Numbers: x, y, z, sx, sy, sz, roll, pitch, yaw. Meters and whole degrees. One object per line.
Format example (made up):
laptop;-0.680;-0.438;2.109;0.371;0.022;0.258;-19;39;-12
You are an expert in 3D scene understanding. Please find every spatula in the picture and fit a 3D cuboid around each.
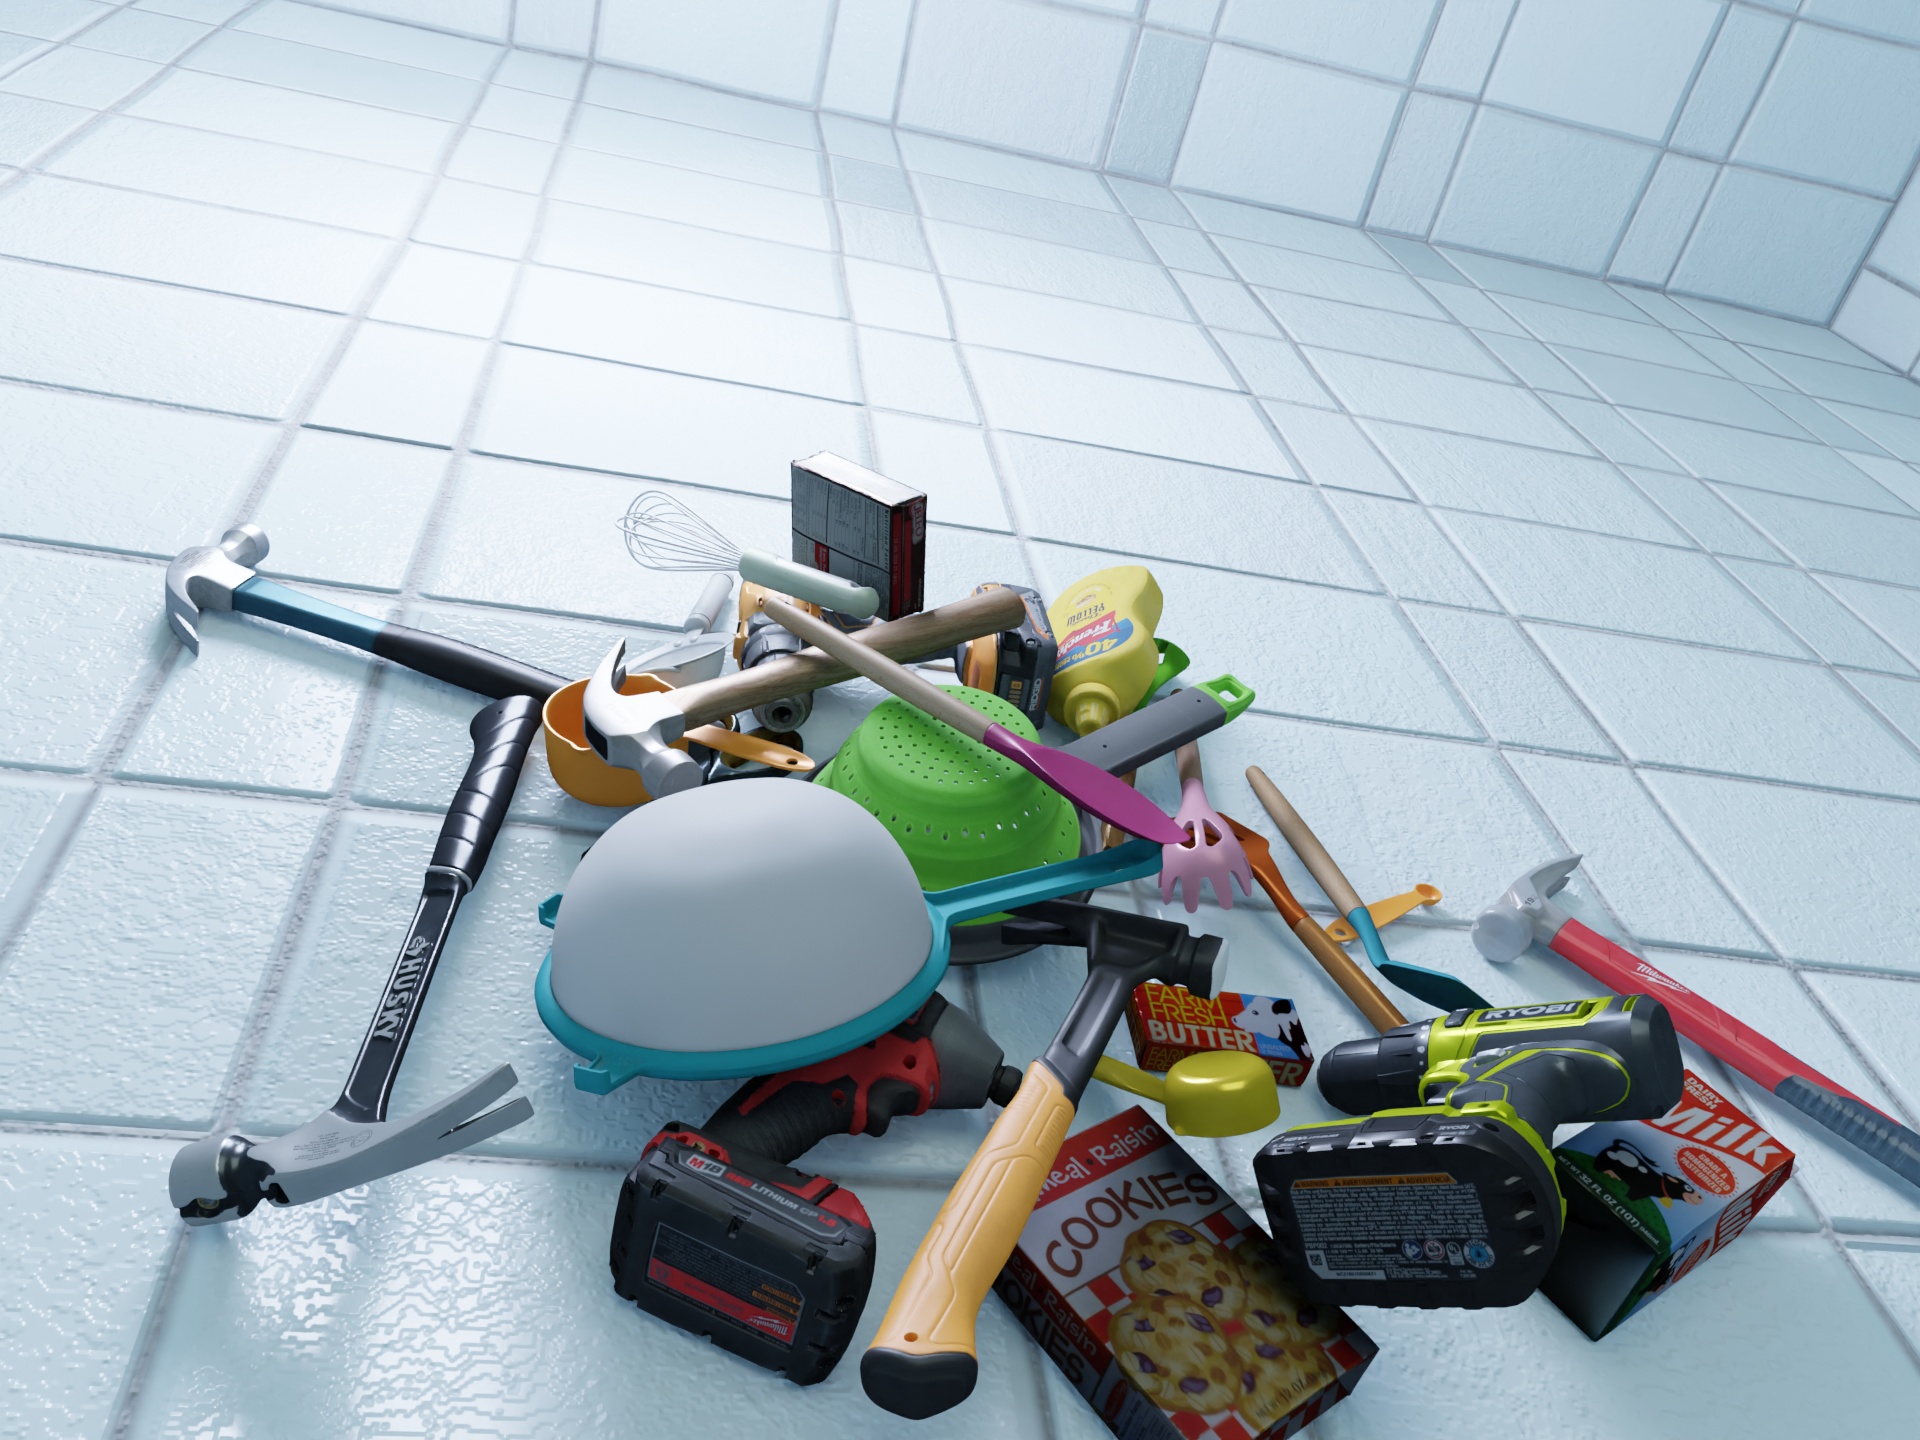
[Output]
spatula;0.263;0.109;1.058;0.082;0.044;0.318;37;14;-30
spatula;0.230;0.153;1.012;0.081;0.041;0.323;-9;43;-32

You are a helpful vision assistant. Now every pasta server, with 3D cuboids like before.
pasta server;0.162;0.043;1.119;0.060;0.040;0.316;-7;20;7

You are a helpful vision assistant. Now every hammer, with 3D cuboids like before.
hammer;-0.088;-0.036;1.012;0.331;0.031;0.130;-21;44;-38
hammer;0.527;0.217;1.024;0.387;0.038;0.143;36;35;29
hammer;0.028;0.182;0.735;0.127;0.034;0.337;10;27;18
hammer;-0.371;-0.051;1.059;0.331;0.033;0.128;18;31;4
hammer;-0.271;0.093;0.842;0.149;0.036;0.409;-13;29;4

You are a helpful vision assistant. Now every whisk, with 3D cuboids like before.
whisk;-0.156;-0.115;1.137;0.246;0.059;0.057;21;12;31

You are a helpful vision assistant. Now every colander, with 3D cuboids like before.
colander;0.054;0.017;1.018;0.397;0.094;0.205;-24;48;-33

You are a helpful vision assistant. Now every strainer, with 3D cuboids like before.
strainer;-0.189;-0.063;1.142;0.087;0.050;0.259;-14;23;9
strainer;-0.053;0.073;0.819;0.340;0.095;0.211;-11;22;-16

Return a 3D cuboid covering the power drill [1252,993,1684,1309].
power drill;0.239;0.203;0.797;0.190;0.080;0.228;-15;2;36

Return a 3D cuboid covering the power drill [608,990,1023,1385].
power drill;-0.061;0.198;0.766;0.143;0.078;0.220;21;29;10

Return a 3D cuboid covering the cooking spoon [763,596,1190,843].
cooking spoon;-0.001;-0.003;0.938;0.319;0.017;0.068;31;17;29

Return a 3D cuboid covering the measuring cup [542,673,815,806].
measuring cup;-0.172;0.025;0.976;0.173;0.052;0.095;15;33;11

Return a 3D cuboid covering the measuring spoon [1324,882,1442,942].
measuring spoon;0.286;0.133;1.080;0.117;0.011;0.021;-16;38;-35

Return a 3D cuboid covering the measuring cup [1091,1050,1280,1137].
measuring cup;0.101;0.181;0.831;0.062;0.029;0.157;-12;10;-33

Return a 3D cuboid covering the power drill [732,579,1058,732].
power drill;-0.049;-0.043;1.137;0.226;0.084;0.186;5;28;-9

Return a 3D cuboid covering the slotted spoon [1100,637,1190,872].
slotted spoon;0.126;0.015;1.173;0.070;0.031;0.314;-3;31;15
